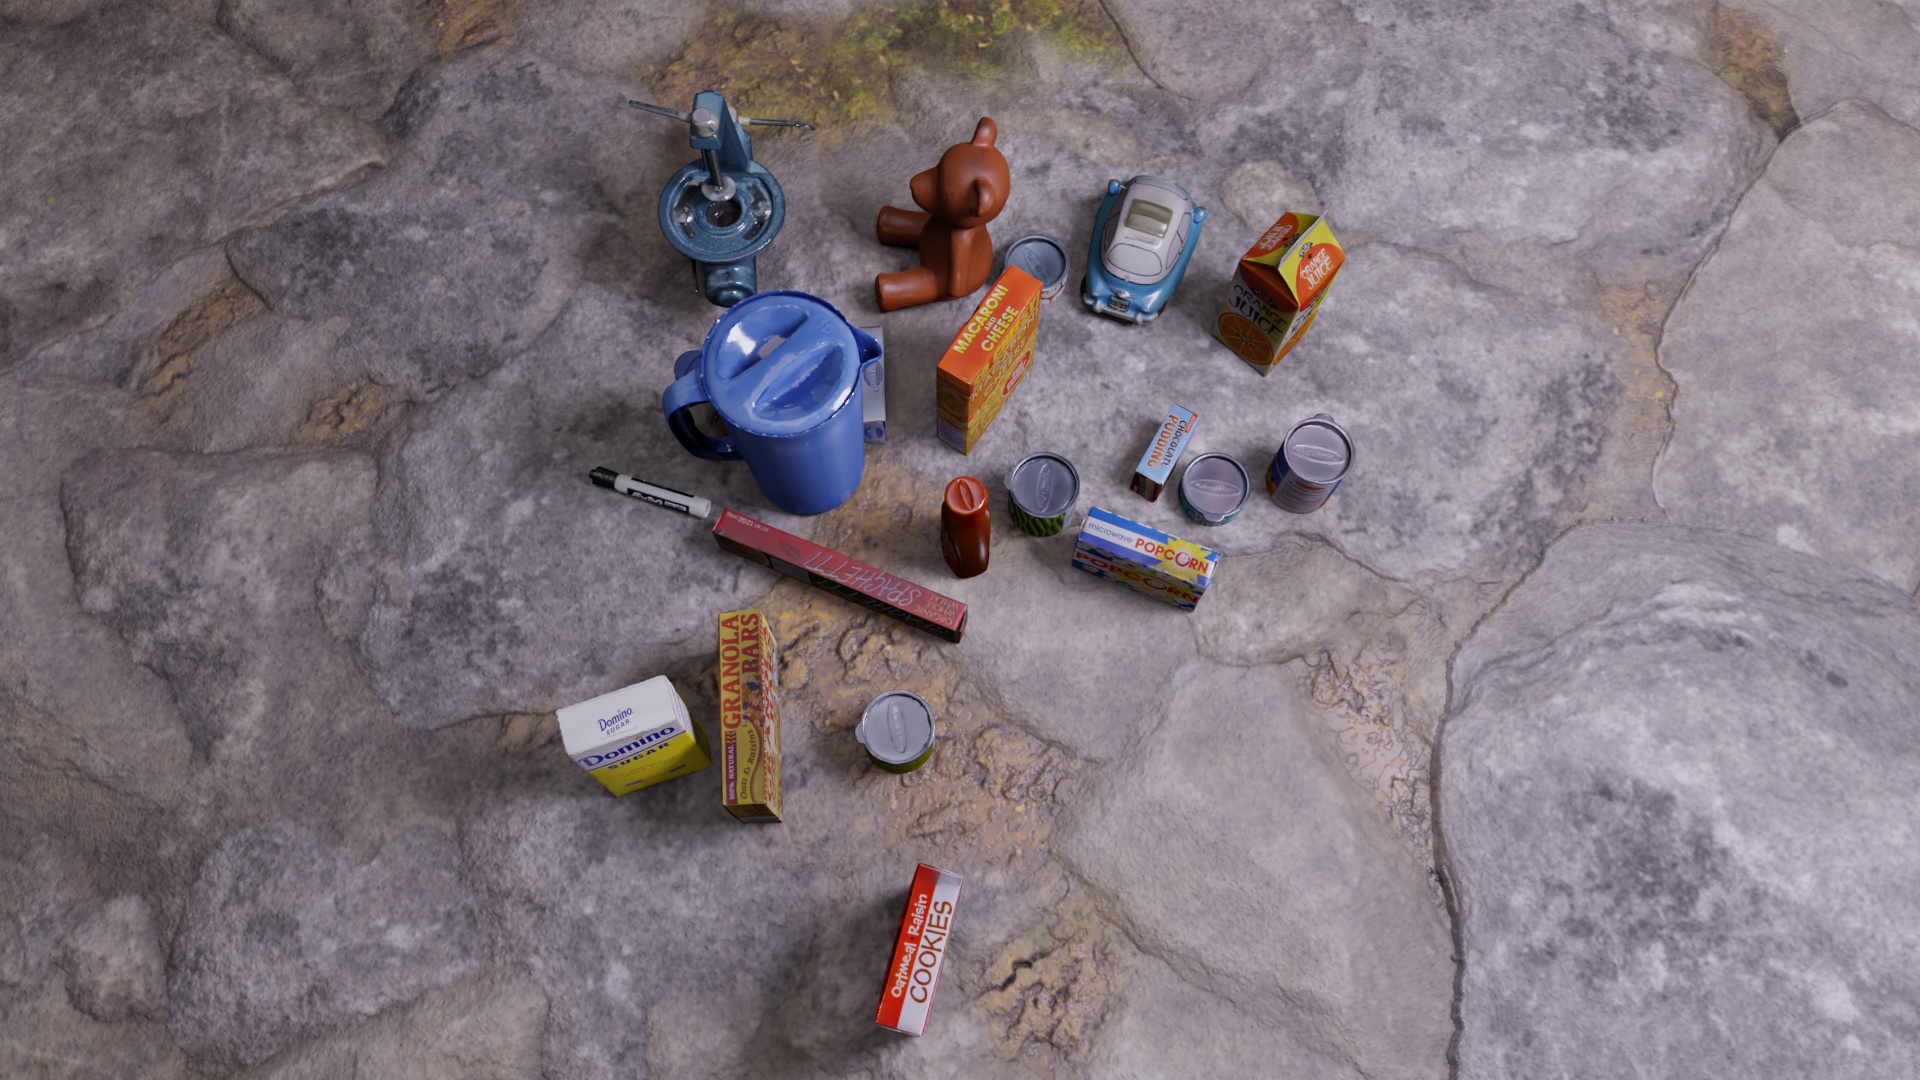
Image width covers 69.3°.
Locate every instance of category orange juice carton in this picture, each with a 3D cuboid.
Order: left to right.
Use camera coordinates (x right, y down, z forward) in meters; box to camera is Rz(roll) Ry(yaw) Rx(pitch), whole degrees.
[{"bbox_3d":[0.303,-0.240,1.316,0.073,0.192,0.072,41,76,12],"label":"orange juice carton"}]

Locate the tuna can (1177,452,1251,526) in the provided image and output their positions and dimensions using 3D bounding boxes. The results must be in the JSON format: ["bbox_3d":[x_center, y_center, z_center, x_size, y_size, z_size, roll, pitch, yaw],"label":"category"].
[{"bbox_3d":[0.243,-0.046,1.332,0.071,0.032,0.071,0,71,0],"label":"tuna can"}]

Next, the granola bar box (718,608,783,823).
[{"bbox_3d":[-0.183,0.156,1.209,0.039,0.124,0.166,-4,71,-2],"label":"granola bar box"}]

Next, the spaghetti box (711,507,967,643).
[{"bbox_3d":[-0.110,0.034,1.292,0.250,0.050,0.029,22,72,7],"label":"spaghetti box"}]

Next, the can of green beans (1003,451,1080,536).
[{"bbox_3d":[0.078,-0.043,1.316,0.071,0.057,0.071,0,71,0],"label":"can of green beans"}]

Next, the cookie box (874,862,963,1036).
[{"bbox_3d":[-0.032,0.334,1.126,0.040,0.167,0.123,14,72,4],"label":"cookie box"}]

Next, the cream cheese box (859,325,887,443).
[{"bbox_3d":[-0.085,-0.152,1.355,0.024,0.053,0.104,-2,71,-1],"label":"cream cheese box"}]

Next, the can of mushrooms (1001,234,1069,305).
[{"bbox_3d":[0.074,-0.273,1.410,0.071,0.033,0.071,0,71,0],"label":"can of mushrooms"}]

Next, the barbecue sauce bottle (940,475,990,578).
[{"bbox_3d":[0.004,-0.016,1.258,0.044,0.148,0.065,-16,72,-6],"label":"barbecue sauce bottle"}]

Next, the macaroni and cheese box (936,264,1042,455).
[{"bbox_3d":[0.025,-0.166,1.302,0.040,0.166,0.124,32,74,10],"label":"macaroni and cheese box"}]

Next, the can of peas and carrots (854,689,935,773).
[{"bbox_3d":[-0.058,0.172,1.239,0.071,0.058,0.071,0,71,0],"label":"can of peas and carrots"}]

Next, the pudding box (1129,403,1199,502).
[{"bbox_3d":[0.197,-0.084,1.336,0.030,0.049,0.084,28,73,9],"label":"pudding box"}]

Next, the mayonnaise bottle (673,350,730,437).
[{"bbox_3d":[-0.236,-0.129,1.296,0.041,0.147,0.065,27,73,8],"label":"mayonnaise bottle"}]

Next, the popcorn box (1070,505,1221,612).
[{"bbox_3d":[0.168,0.018,1.281,0.127,0.085,0.038,21,72,7],"label":"popcorn box"}]

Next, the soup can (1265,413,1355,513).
[{"bbox_3d":[0.330,-0.072,1.315,0.071,0.083,0.071,0,71,0],"label":"soup can"}]
